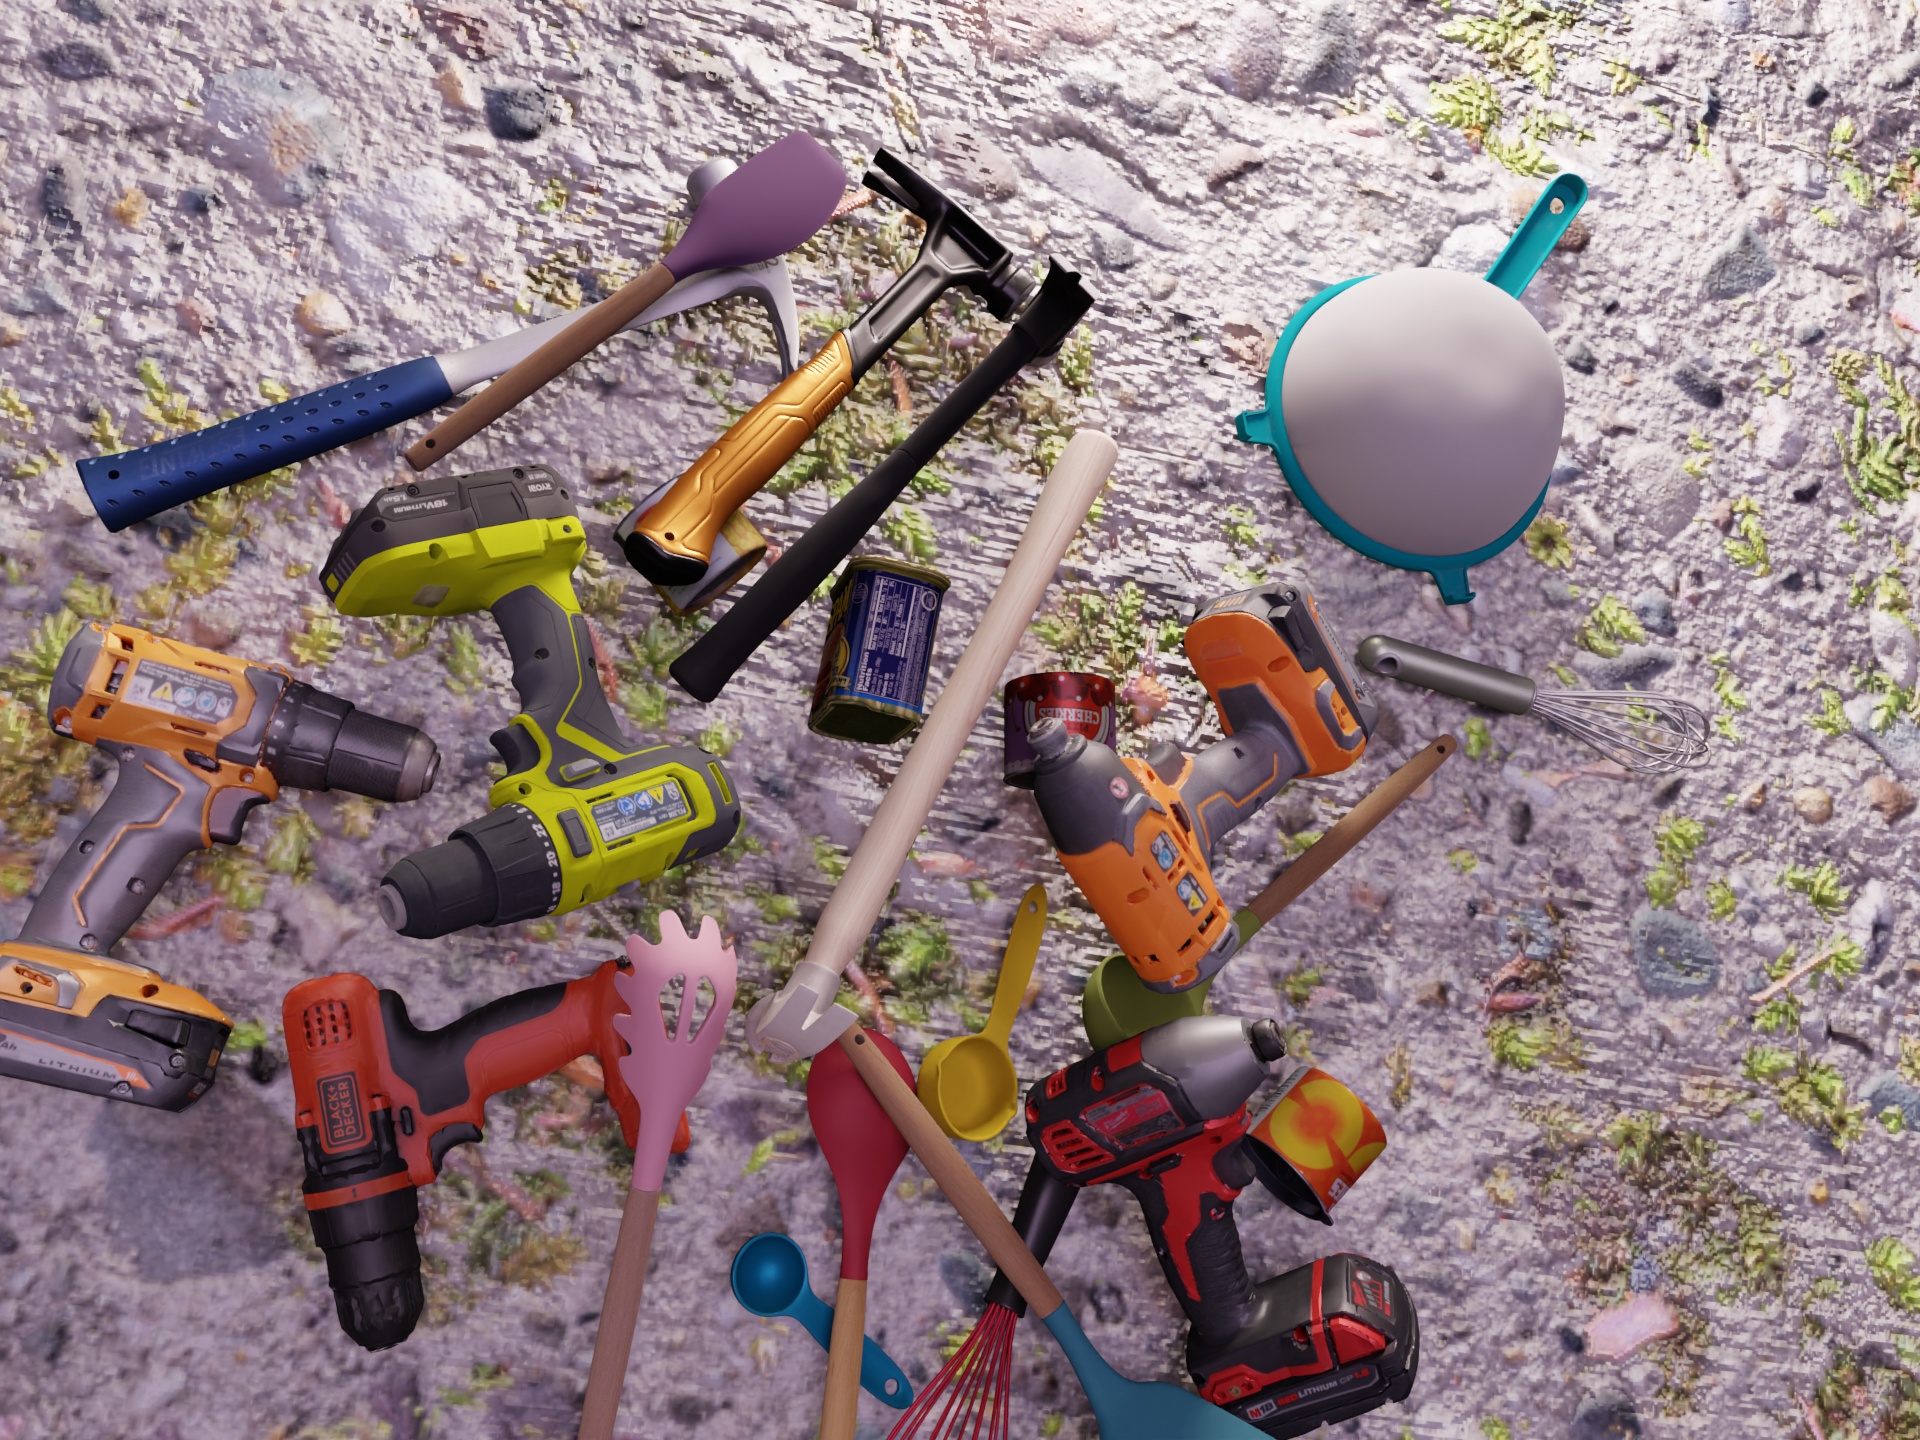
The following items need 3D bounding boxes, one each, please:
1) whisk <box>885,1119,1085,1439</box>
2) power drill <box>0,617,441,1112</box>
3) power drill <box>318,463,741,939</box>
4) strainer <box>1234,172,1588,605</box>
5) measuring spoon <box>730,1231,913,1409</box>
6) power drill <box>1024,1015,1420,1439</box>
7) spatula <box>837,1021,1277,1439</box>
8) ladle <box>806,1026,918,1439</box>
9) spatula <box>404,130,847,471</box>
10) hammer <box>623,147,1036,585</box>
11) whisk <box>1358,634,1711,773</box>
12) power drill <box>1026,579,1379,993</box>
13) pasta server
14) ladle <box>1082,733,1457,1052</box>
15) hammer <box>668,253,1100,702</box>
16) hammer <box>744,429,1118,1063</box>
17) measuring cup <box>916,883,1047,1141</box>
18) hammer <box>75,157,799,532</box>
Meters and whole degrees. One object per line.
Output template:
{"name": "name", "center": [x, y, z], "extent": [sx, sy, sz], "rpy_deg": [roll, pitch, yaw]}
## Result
{"name": "whisk", "center": [0.016, 0.331, 0.844], "extent": [0.073, 0.073, 0.296], "rpy_deg": [28, 66, -7]}
{"name": "power drill", "center": [-0.379, 0.076, 0.792], "extent": [0.185, 0.084, 0.226], "rpy_deg": [16, 70, -12]}
{"name": "power drill", "center": [-0.237, -0.007, 0.819], "extent": [0.190, 0.080, 0.228], "rpy_deg": [-19, 81, -43]}
{"name": "strainer", "center": [0.347, -0.257, 1.041], "extent": [0.211, 0.095, 0.340], "rpy_deg": [38, 73, -3]}
{"name": "measuring spoon", "center": [-0.074, 0.323, 0.846], "extent": [0.128, 0.021, 0.042], "rpy_deg": [46, 58, -10]}
{"name": "power drill", "center": [0.145, 0.258, 0.837], "extent": [0.143, 0.078, 0.219], "rpy_deg": [-30, 97, 20]}
{"name": "spatula", "center": [0.037, 0.279, 0.820], "extent": [0.082, 0.044, 0.317], "rpy_deg": [-33, 81, -37]}
{"name": "ladle", "center": [-0.060, 0.318, 0.827], "extent": [0.069, 0.031, 0.316], "rpy_deg": [14, 71, -27]}
{"name": "spatula", "center": [-0.185, -0.238, 0.905], "extent": [0.316, 0.018, 0.060], "rpy_deg": [-43, 90, -20]}
{"name": "hammer", "center": [-0.085, -0.199, 0.908], "extent": [0.127, 0.034, 0.337], "rpy_deg": [40, 57, -6]}
{"name": "whisk", "center": [0.371, -0.014, 1.022], "extent": [0.246, 0.057, 0.059], "rpy_deg": [16, 40, -7]}
{"name": "power drill", "center": [0.131, 0.018, 0.888], "extent": [0.226, 0.084, 0.164], "rpy_deg": [-47, 111, -34]}
{"name": "pasta server", "center": [-0.162, 0.252, 0.787], "extent": [0.060, 0.040, 0.316], "rpy_deg": [10, 96, -21]}
{"name": "ladle", "center": [0.195, 0.098, 0.943], "extent": [0.320, 0.062, 0.078], "rpy_deg": [-37, 80, -21]}
{"name": "hammer", "center": [-0.041, -0.137, 0.909], "extent": [0.035, 0.146, 0.335], "rpy_deg": [44, 79, -4]}
{"name": "hammer", "center": [-0.001, -0.003, 0.882], "extent": [0.038, 0.146, 0.411], "rpy_deg": [30, 67, -6]}
{"name": "measuring cup", "center": [0.017, 0.162, 0.900], "extent": [0.062, 0.029, 0.157], "rpy_deg": [38, 56, -28]}
{"name": "hammer", "center": [-0.280, -0.193, 0.899], "extent": [0.405, 0.035, 0.144], "rpy_deg": [-25, 84, -18]}
